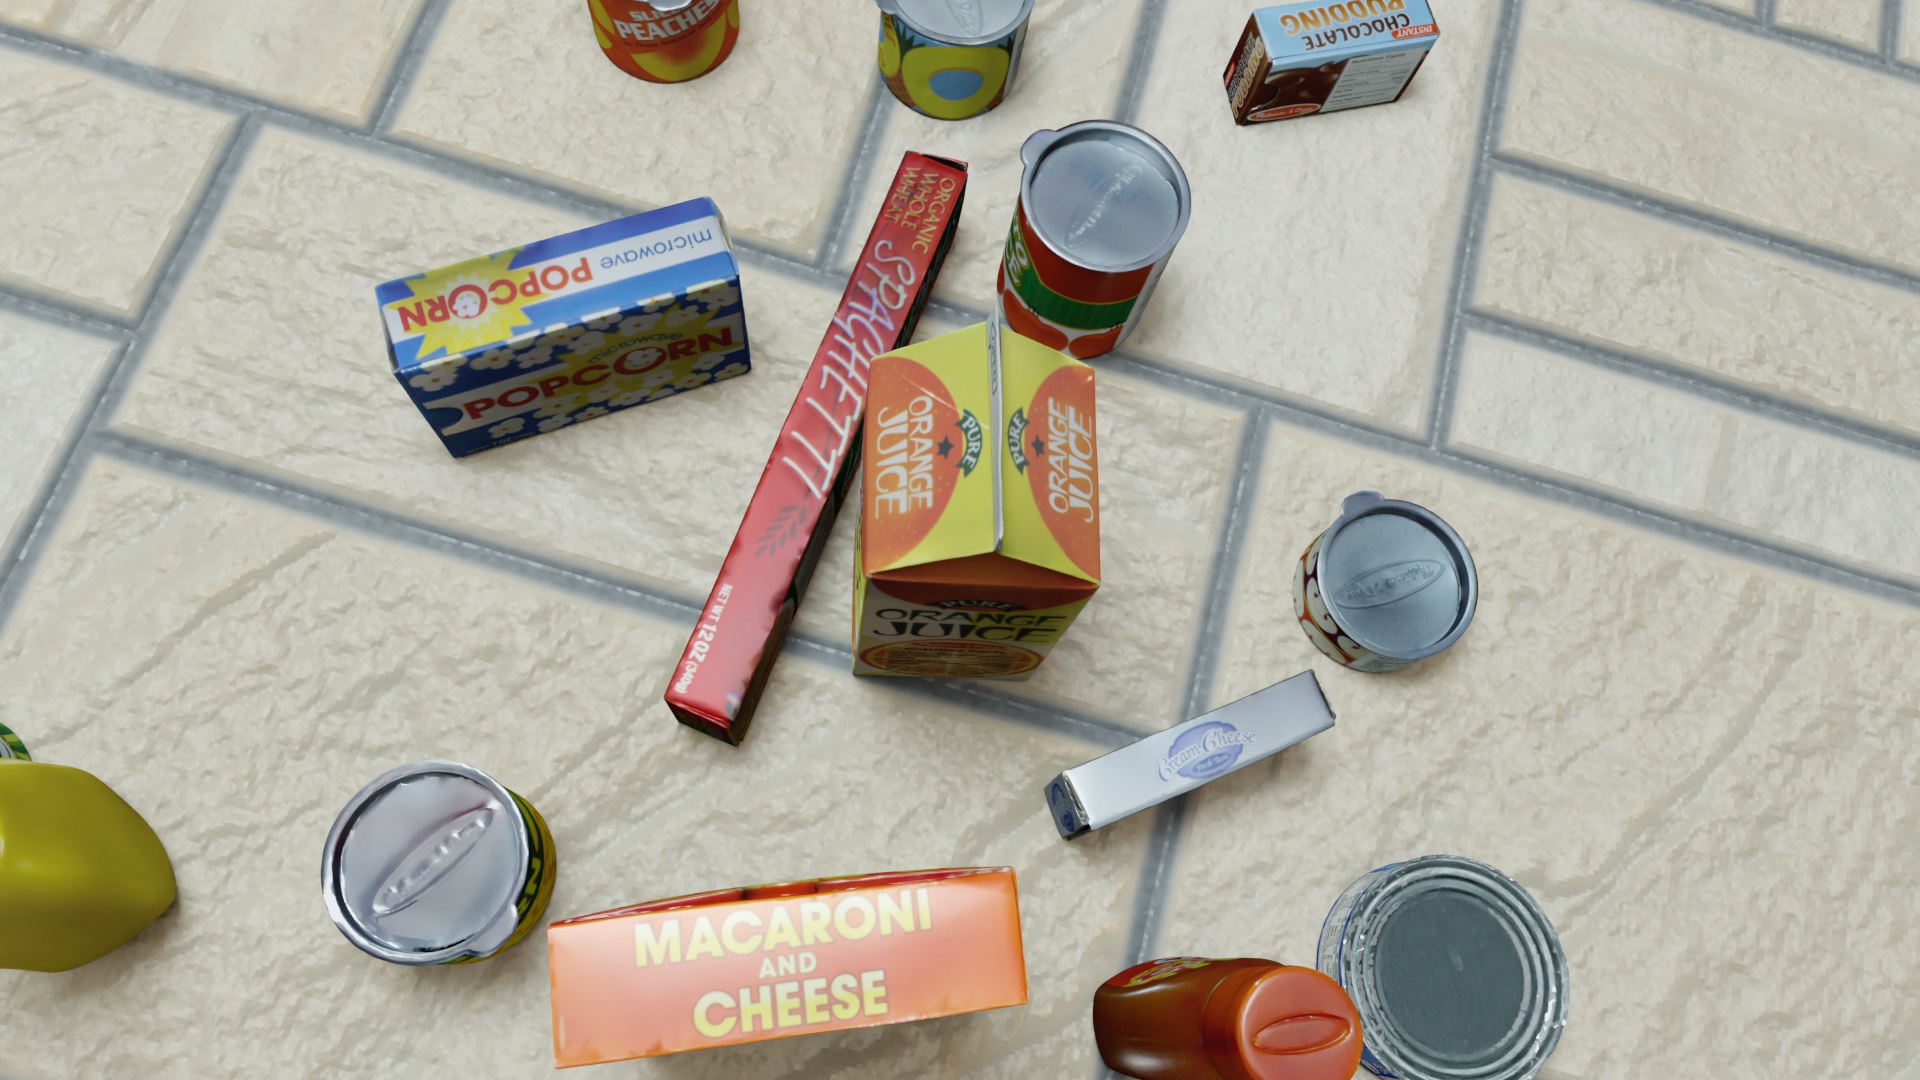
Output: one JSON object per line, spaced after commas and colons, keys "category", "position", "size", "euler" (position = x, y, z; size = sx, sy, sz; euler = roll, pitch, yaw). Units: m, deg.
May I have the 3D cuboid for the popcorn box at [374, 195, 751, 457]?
{"category": "popcorn box", "position": [-0.147, -0.080, 0.534], "size": [0.127, 0.085, 0.038], "euler": [-18, 76, -11]}

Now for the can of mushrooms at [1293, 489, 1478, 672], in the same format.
{"category": "can of mushrooms", "position": [0.171, 0.017, 0.564], "size": [0.071, 0.033, 0.071], "euler": [2, 72, -5]}

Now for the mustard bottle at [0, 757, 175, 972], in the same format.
{"category": "mustard bottle", "position": [-0.299, 0.097, 0.423], "size": [0.049, 0.159, 0.065], "euler": [-37, 80, -15]}

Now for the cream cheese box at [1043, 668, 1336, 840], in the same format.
{"category": "cream cheese box", "position": [0.085, 0.082, 0.524], "size": [0.104, 0.053, 0.024], "euler": [-21, 76, -12]}

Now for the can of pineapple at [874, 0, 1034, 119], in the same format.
{"category": "can of pineapple", "position": [-0.005, -0.229, 0.611], "size": [0.071, 0.057, 0.071], "euler": [2, 73, -5]}

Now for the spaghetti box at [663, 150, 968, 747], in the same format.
{"category": "spaghetti box", "position": [-0.052, -0.042, 0.550], "size": [0.029, 0.050, 0.251], "euler": [21, 72, 1]}

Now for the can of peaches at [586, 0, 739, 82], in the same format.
{"category": "can of peaches", "position": [-0.130, -0.241, 0.601], "size": [0.071, 0.058, 0.071], "euler": [2, 73, -5]}

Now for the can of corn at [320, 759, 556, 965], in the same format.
{"category": "can of corn", "position": [-0.177, 0.115, 0.483], "size": [0.071, 0.058, 0.071], "euler": [2, 73, -5]}

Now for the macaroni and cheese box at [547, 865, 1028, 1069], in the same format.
{"category": "macaroni and cheese box", "position": [-0.052, 0.131, 0.434], "size": [0.124, 0.166, 0.040], "euler": [-5, 74, -7]}

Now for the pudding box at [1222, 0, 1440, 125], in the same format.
{"category": "pudding box", "position": [0.167, -0.219, 0.630], "size": [0.084, 0.049, 0.030], "euler": [-12, 74, -9]}

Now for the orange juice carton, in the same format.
{"category": "orange juice carton", "position": [0.002, -0.006, 0.470], "size": [0.073, 0.192, 0.072], "euler": [2, 73, -5]}

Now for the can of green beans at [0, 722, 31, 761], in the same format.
{"category": "can of green beans", "position": [-0.365, 0.085, 0.473], "size": [0.071, 0.057, 0.071], "euler": [2, 73, -5]}

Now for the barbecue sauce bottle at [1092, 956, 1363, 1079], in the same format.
{"category": "barbecue sauce bottle", "position": [0.086, 0.157, 0.450], "size": [0.065, 0.148, 0.044], "euler": [-6, 74, -7]}

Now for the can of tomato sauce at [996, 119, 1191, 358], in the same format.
{"category": "can of tomato sauce", "position": [0.050, -0.121, 0.569], "size": [0.071, 0.083, 0.071], "euler": [2, 73, -5]}
